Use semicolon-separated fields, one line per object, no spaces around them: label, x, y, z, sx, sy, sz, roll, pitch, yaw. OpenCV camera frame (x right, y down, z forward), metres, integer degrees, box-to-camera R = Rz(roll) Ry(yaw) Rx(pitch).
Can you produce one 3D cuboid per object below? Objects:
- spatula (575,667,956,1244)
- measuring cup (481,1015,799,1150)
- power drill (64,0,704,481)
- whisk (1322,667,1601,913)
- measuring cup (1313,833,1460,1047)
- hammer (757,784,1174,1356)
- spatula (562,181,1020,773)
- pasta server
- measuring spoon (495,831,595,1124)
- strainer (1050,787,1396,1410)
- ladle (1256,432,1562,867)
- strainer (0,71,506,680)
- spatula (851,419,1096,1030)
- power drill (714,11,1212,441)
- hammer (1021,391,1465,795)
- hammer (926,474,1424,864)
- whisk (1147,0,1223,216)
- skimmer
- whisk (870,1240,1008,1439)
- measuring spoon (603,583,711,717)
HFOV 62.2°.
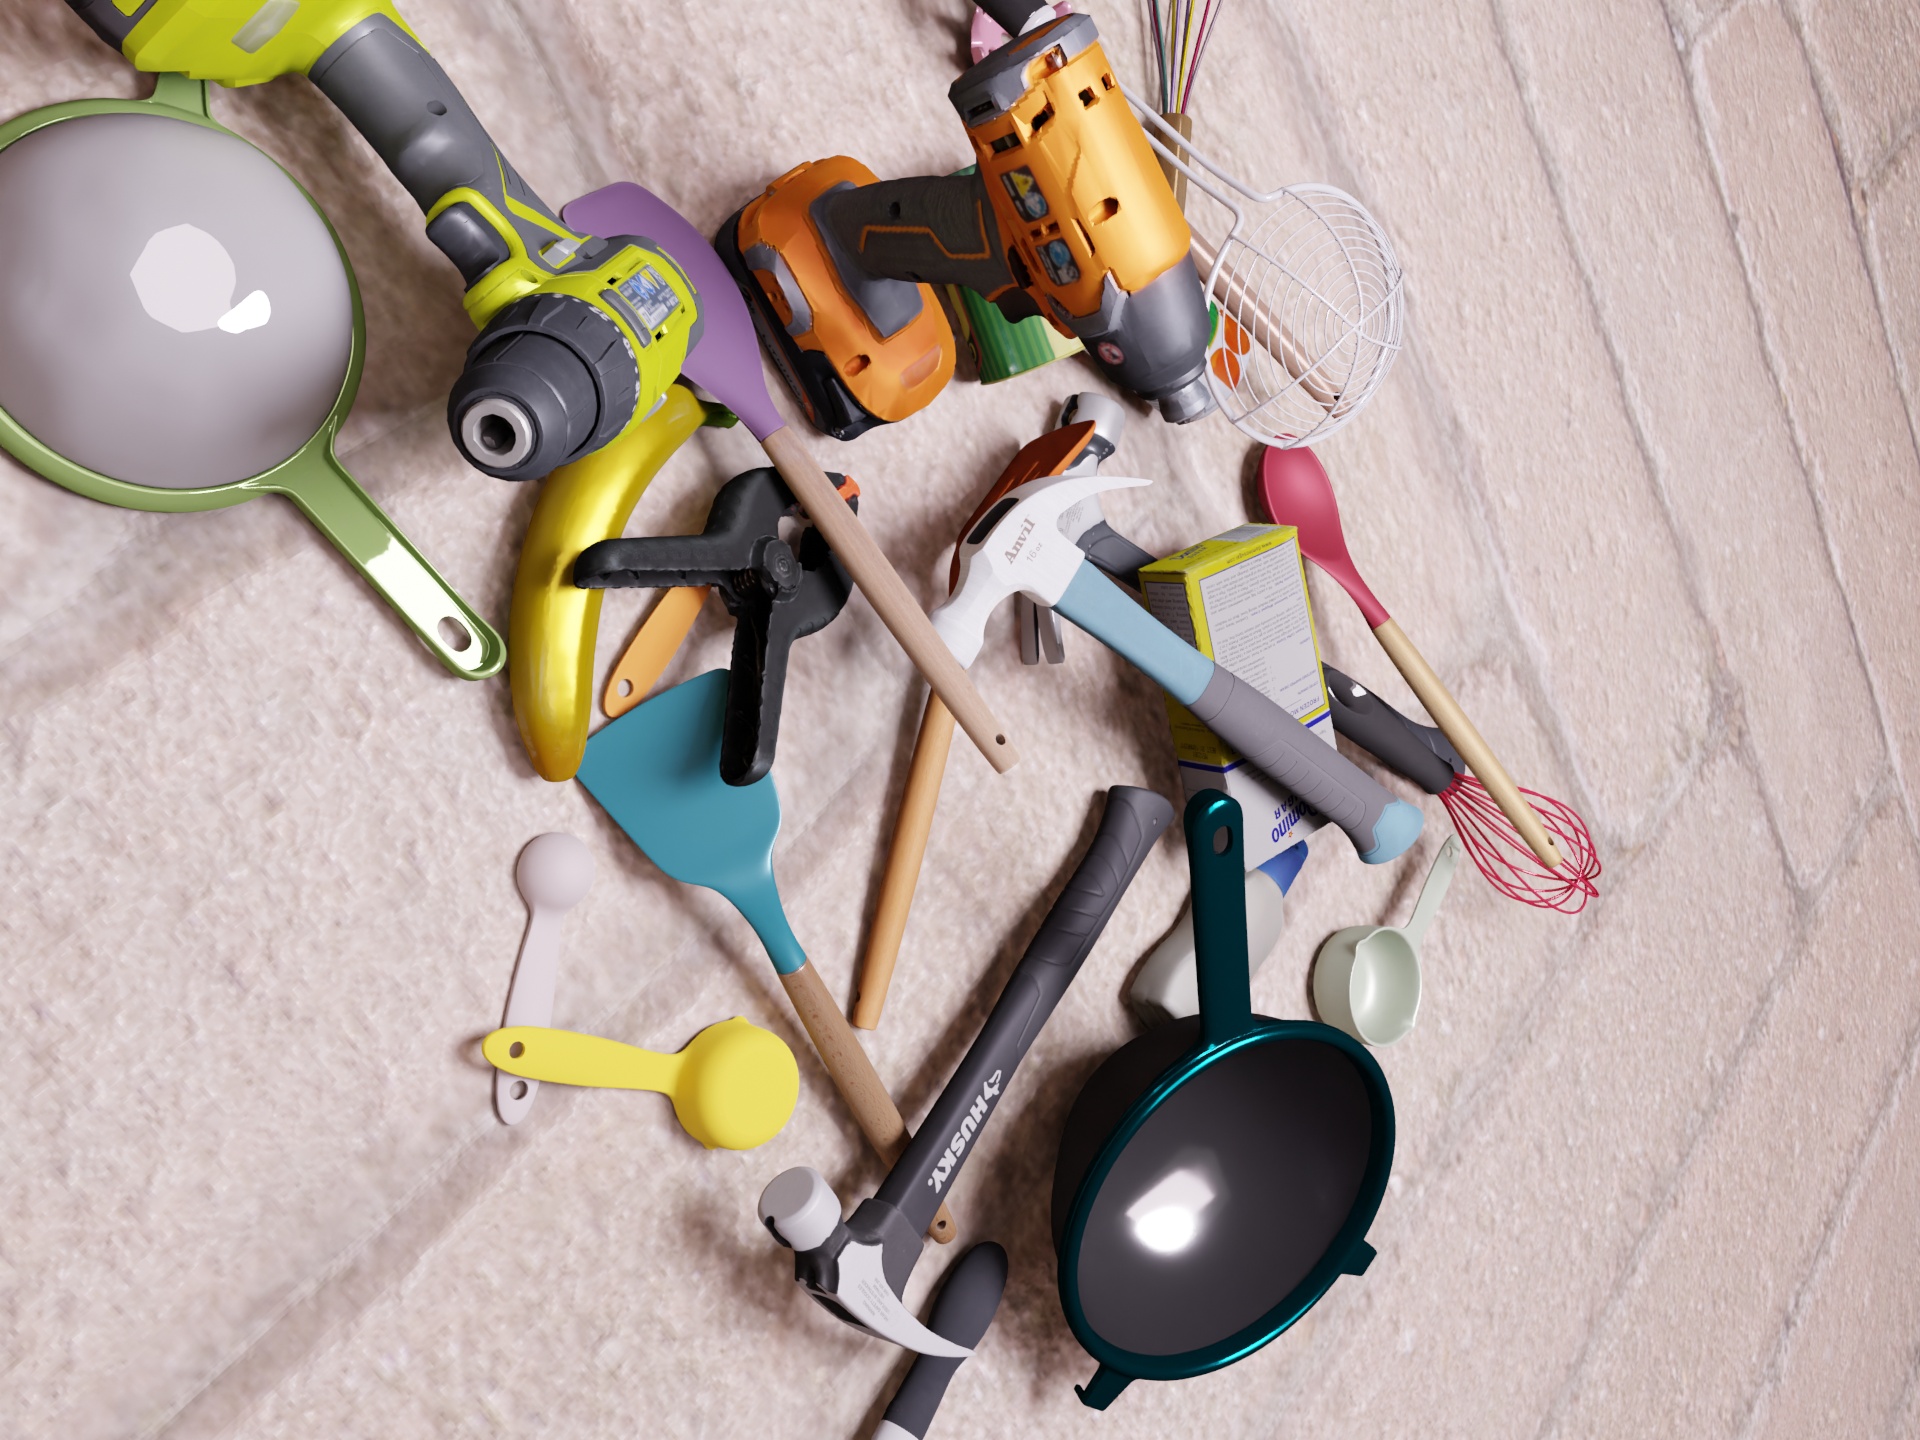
spatula;-0.070;0.128;0.747;0.082;0.044;0.317;-31;116;-14
measuring cup;-0.133;0.154;0.691;0.156;0.029;0.062;22;76;-43
power drill;-0.193;-0.192;0.568;0.228;0.080;0.191;50;19;-18
whisk;0.317;0.046;1.016;0.295;0.073;0.073;33;69;-28
measuring cup;0.280;0.136;1.035;0.083;0.038;0.168;53;57;-26
hammer;0.029;0.158;0.807;0.335;0.035;0.146;-54;129;-35
spatula;-0.067;-0.108;0.714;0.060;0.018;0.316;-37;93;-34
pasta server;0.119;-0.278;0.885;0.316;0.040;0.060;41;80;-21
measuring spoon;-0.176;0.109;0.671;0.034;0.018;0.124;14;81;-39
strainer;0.116;0.178;0.826;0.211;0.095;0.340;-17;116;-23
ladle;0.276;-0.040;0.981;0.069;0.031;0.315;-35;89;-39
strainer;-0.248;-0.114;0.584;0.151;0.069;0.256;-51;117;-28
spatula;-0.001;-0.003;0.800;0.041;0.081;0.323;17;83;-24
power drill;0.005;-0.189;0.693;0.084;0.226;0.164;-45;116;-31
hammer;0.187;-0.036;0.964;0.408;0.036;0.149;27;73;-36
hammer;0.130;-0.012;0.825;0.330;0.033;0.128;34;82;-29
whisk;0.125;-0.370;0.917;0.051;0.047;0.245;6;88;-40
skimmer;0.078;-0.291;0.802;0.363;0.090;0.127;44;78;6
whisk;-0.047;0.373;0.749;0.070;0.070;0.285;50;56;-27
measuring spoon;-0.130;-0.051;0.721;0.021;0.011;0.117;44;66;-38
